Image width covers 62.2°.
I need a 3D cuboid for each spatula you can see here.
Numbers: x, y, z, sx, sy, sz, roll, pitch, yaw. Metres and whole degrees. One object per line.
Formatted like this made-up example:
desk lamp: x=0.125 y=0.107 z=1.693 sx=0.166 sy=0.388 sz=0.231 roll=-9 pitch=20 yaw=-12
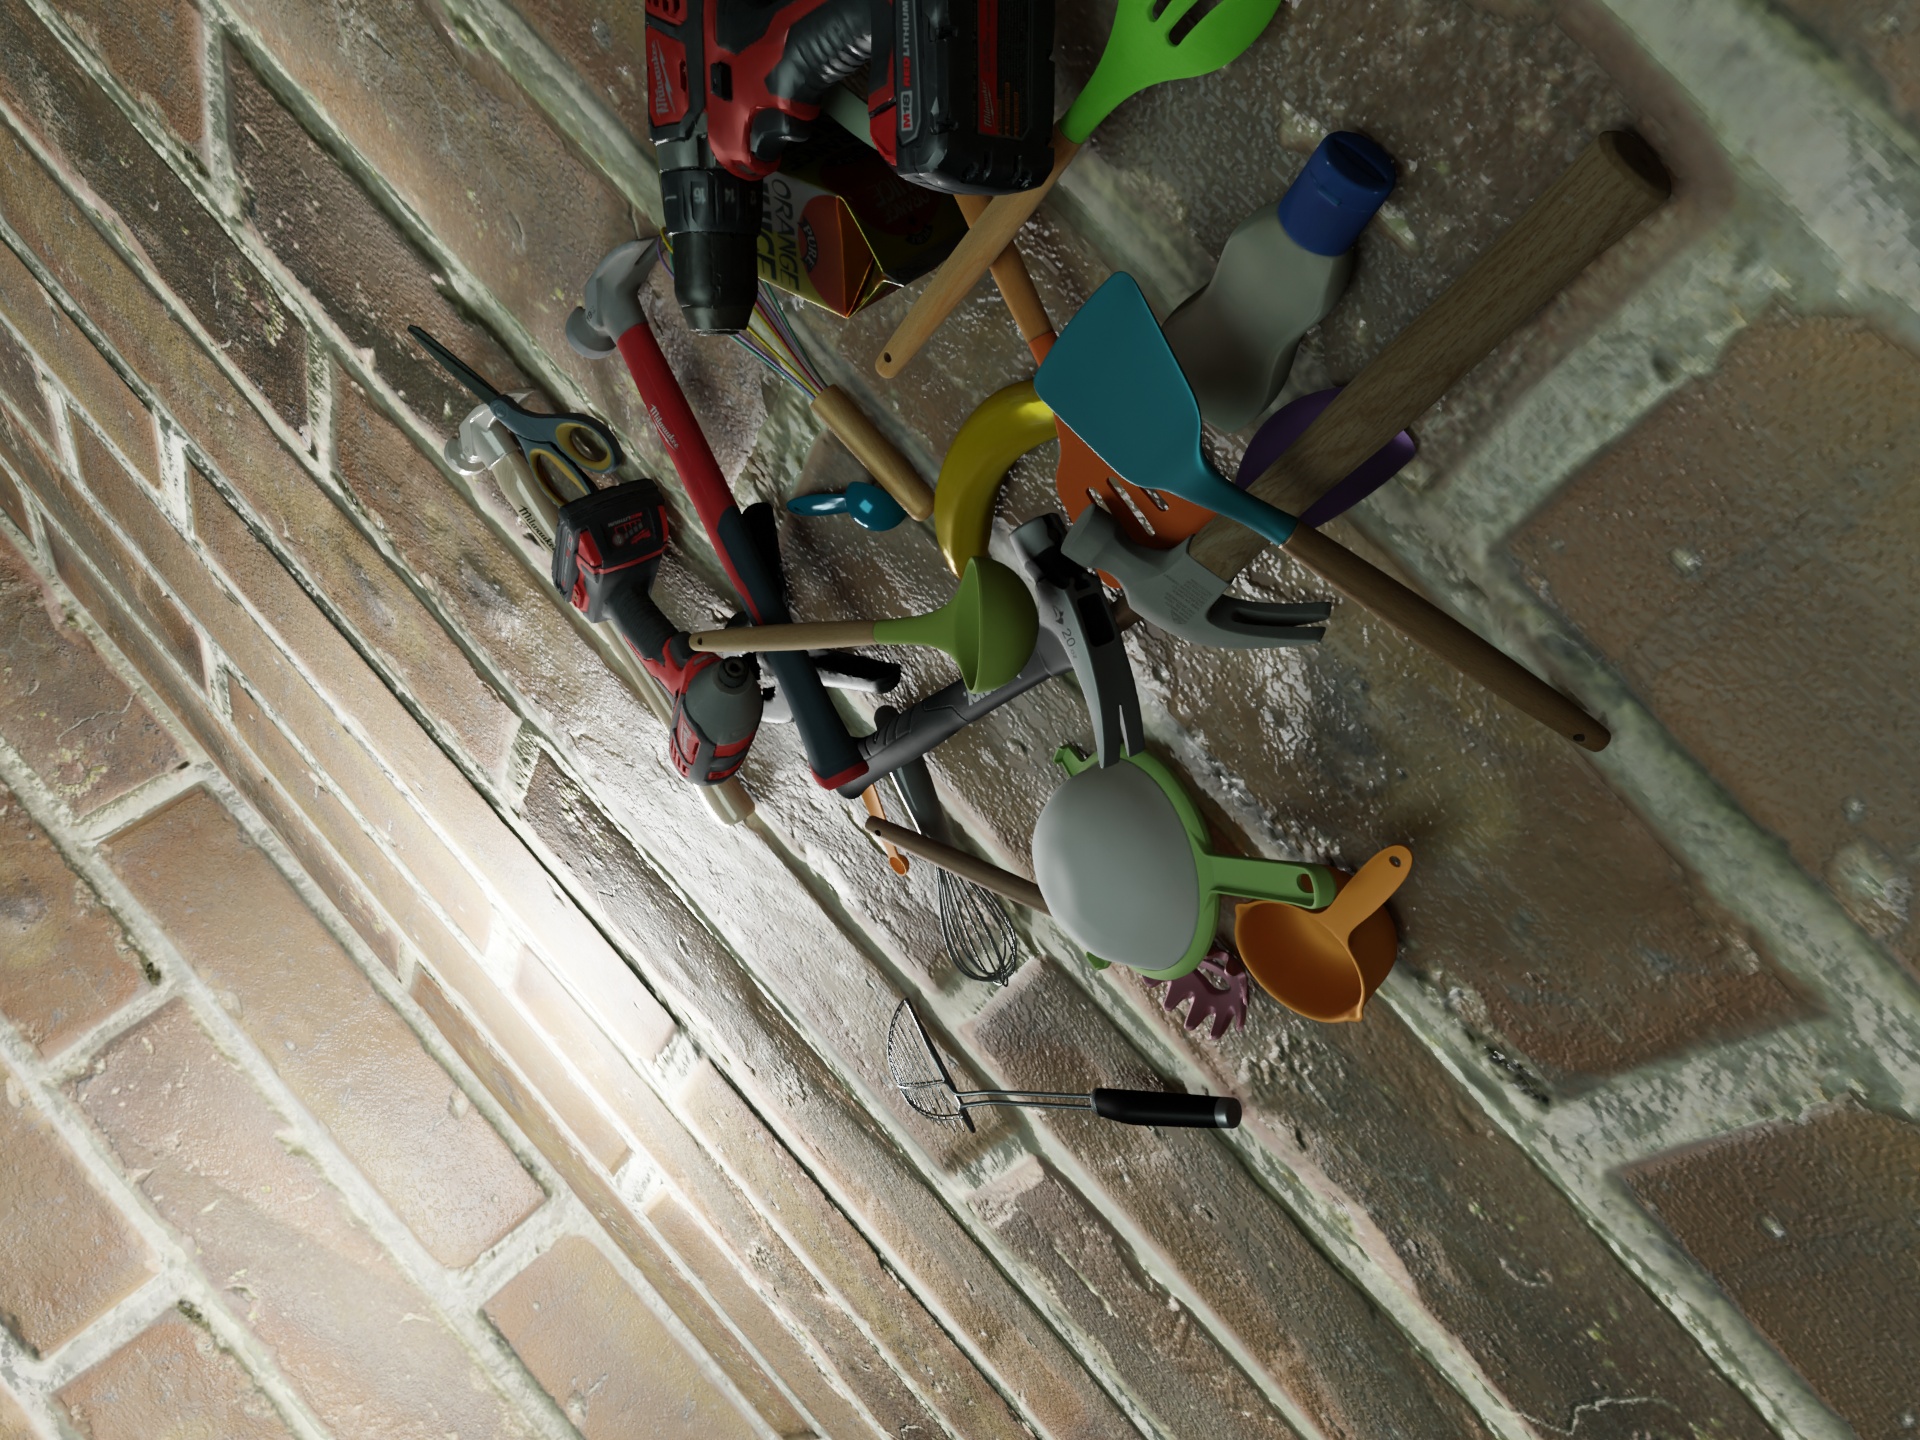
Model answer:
spatula: x=0.125 y=-0.089 z=0.861 sx=0.060 sy=0.018 sz=0.316 roll=47 pitch=146 yaw=-3
spatula: x=0.035 y=-0.220 z=0.819 sx=0.081 sy=0.041 sz=0.322 roll=-24 pitch=93 yaw=35
spatula: x=0.174 y=-0.080 z=0.728 sx=0.317 sy=0.044 sz=0.082 roll=33 pitch=140 yaw=-9

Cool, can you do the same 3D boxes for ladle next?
ladle: x=-0.077 y=-0.054 z=0.987 sx=0.320 sy=0.062 sz=0.078 roll=0 pitch=90 yaw=44

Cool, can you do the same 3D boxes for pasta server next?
pasta server: x=0.060 y=0.130 z=1.098 sx=0.316 sy=0.040 sz=0.060 roll=22 pitch=121 yaw=26

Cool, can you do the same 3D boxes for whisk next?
whisk: x=-0.012 y=0.096 z=1.185 sx=0.055 sy=0.055 sz=0.239 roll=-3 pitch=114 yaw=52
whisk: x=-0.099 y=-0.221 z=0.996 sx=0.245 sy=0.051 sz=0.047 roll=47 pitch=172 yaw=0

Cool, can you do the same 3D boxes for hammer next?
hammer: x=-0.293 y=-0.088 z=1.356 sx=0.146 sy=0.038 sz=0.410 roll=-19 pitch=107 yaw=54
hammer: x=0.180 y=-0.131 z=0.715 sx=0.130 sy=0.031 sz=0.331 roll=34 pitch=142 yaw=-9
hammer: x=-0.002 y=-0.003 z=1.036 sx=0.335 sy=0.035 sz=0.146 roll=-31 pitch=82 yaw=55
hammer: x=-0.153 y=-0.135 z=1.083 sx=0.143 sy=0.038 sz=0.386 roll=-25 pitch=91 yaw=55

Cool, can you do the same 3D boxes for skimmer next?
skimmer: x=0.076 y=0.280 z=1.264 sx=0.363 sy=0.090 sz=0.127 roll=-8 pitch=115 yaw=42

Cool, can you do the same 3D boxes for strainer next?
strainer: x=0.113 y=0.093 z=0.936 sx=0.256 sy=0.069 sz=0.151 roll=-1 pitch=100 yaw=62

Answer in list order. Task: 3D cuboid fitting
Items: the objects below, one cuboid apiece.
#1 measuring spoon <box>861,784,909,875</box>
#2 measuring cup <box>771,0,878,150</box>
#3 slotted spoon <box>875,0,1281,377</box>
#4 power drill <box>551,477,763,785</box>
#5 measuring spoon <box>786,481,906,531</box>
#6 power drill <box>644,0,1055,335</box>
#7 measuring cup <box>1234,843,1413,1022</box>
measuring spoon: x=-0.063 y=0.071 z=1.253 sx=0.021 sy=0.011 sz=0.116 roll=4 pitch=121 yaw=49
measuring cup: x=-0.080 y=-0.356 z=0.842 sx=0.168 sy=0.038 sz=0.083 roll=42 pitch=146 yaw=11
slotted spoon: x=0.039 y=-0.257 z=0.748 sx=0.070 sy=0.031 sz=0.313 roll=57 pitch=138 yaw=7
power drill: x=-0.224 y=-0.068 z=1.210 sx=0.220 sy=0.078 sz=0.143 roll=56 pitch=150 yaw=16
measuring spoon: x=-0.083 y=-0.137 z=1.056 sx=0.042 sy=0.021 sz=0.129 roll=35 pitch=163 yaw=-34
power drill: x=-0.067 y=-0.281 z=0.758 sx=0.227 sy=0.080 sz=0.188 roll=10 pitch=106 yaw=40
measuring cup: x=0.222 y=0.103 z=0.898 sx=0.095 sy=0.052 sz=0.173 roll=43 pitch=144 yaw=14
